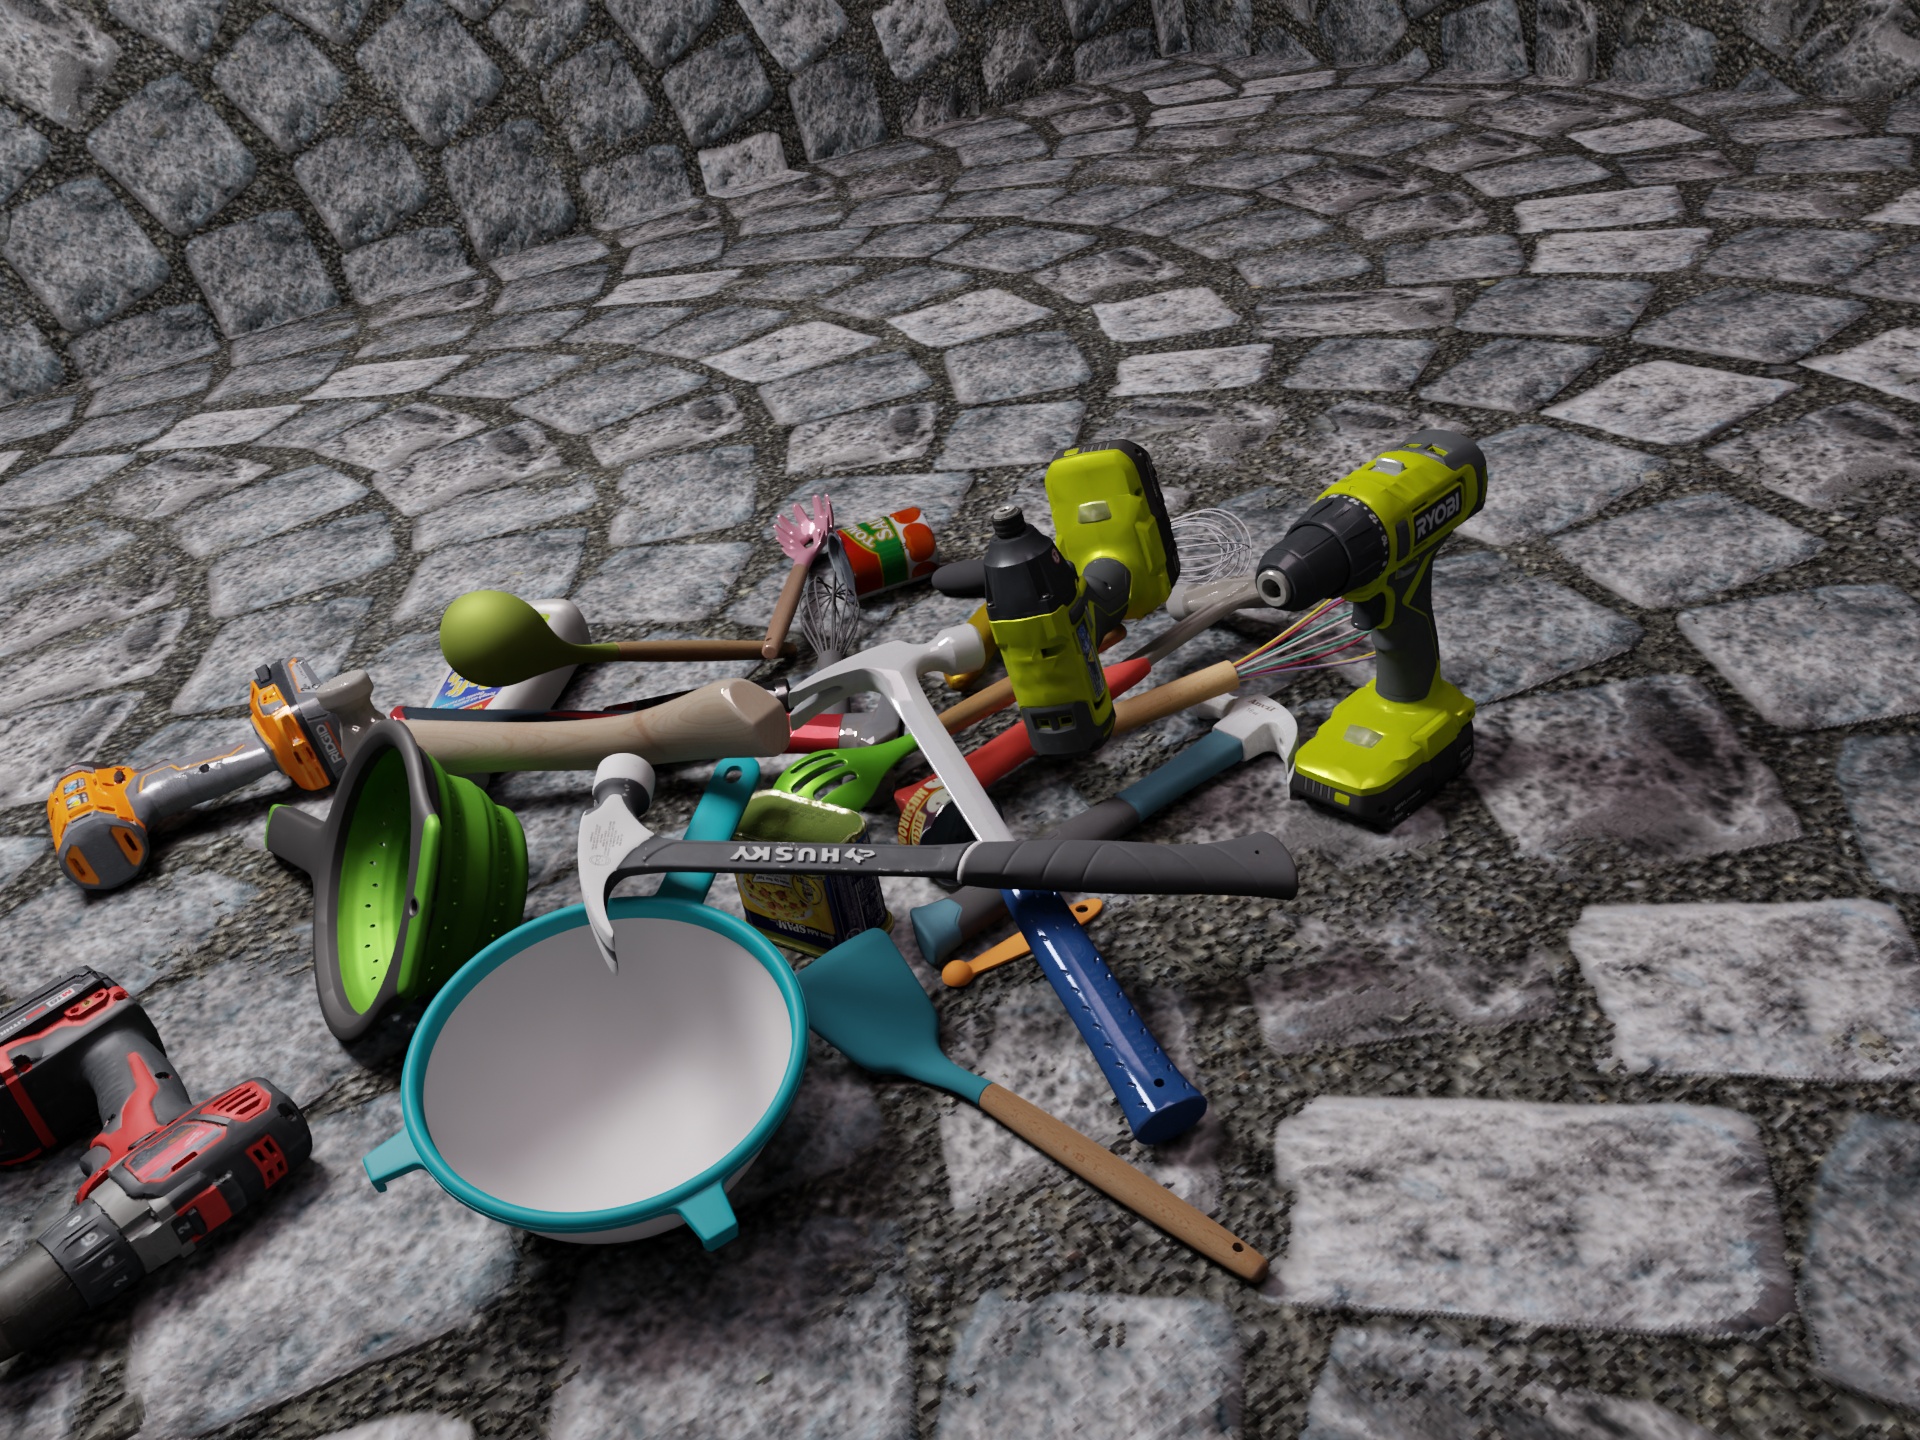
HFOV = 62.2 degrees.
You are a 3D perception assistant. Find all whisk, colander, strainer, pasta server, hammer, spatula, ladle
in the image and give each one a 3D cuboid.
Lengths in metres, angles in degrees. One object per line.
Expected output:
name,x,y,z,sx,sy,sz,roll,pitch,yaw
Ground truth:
whisk,0.108,-0.136,1.368,0.284,0.070,0.070,-4,31,19
colander,-0.390,0.100,1.095,0.094,0.204,0.397,10,-2,-36
strainer,-0.171,0.161,0.906,0.211,0.095,0.341,6,41,10
pasta server,-0.152,-0.131,1.430,0.060,0.040,0.316,-21,24,13
whisk,-0.104,-0.050,1.300,0.055,0.055,0.239,-10,36,1
hammer,0.101,-0.018,1.168,0.359,0.036,0.149,-33,18,-28
hammer,-0.234,-0.003,1.198,0.386,0.038,0.143,1,46,6
hammer,-0.270,0.025,1.051,0.411,0.146,0.038,-4,26,36
whisk,0.212,-0.044,1.135,0.245,0.047,0.051,-21,32,-9
hammer,0.022,0.083,0.959,0.144,0.035,0.406,-16,46,-18
spatula,0.031,0.204,0.847,0.082,0.044,0.318,-30,37,-34
ladle,-0.256,-0.062,1.247,0.320,0.078,0.062,-4,47,-48
hammer,0.099,0.066,1.062,0.331,0.033,0.128,-30,35,-28
hammer,-0.013,0.083,0.902,0.409,0.036,0.149,2,39,-1

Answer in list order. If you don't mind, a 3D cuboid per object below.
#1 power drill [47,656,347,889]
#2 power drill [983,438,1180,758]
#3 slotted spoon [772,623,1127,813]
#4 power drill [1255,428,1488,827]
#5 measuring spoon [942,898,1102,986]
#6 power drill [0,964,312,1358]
power drill,-0.619,0.035,1.287,0.226,0.084,0.164,-29,35,-21
power drill,0.081,-0.101,1.101,0.080,0.171,0.223,-6,28,25
slotted spoon,-0.002,-0.004,1.139,0.314,0.031,0.070,-28,47,-26
power drill,0.261,-0.051,1.013,0.190,0.228,0.080,-33,37,-32
measuring spoon,0.039,0.134,0.988,0.117,0.011,0.021,-24,34,-21
power drill,-0.507,0.249,0.910,0.227,0.080,0.188,19,42,35
